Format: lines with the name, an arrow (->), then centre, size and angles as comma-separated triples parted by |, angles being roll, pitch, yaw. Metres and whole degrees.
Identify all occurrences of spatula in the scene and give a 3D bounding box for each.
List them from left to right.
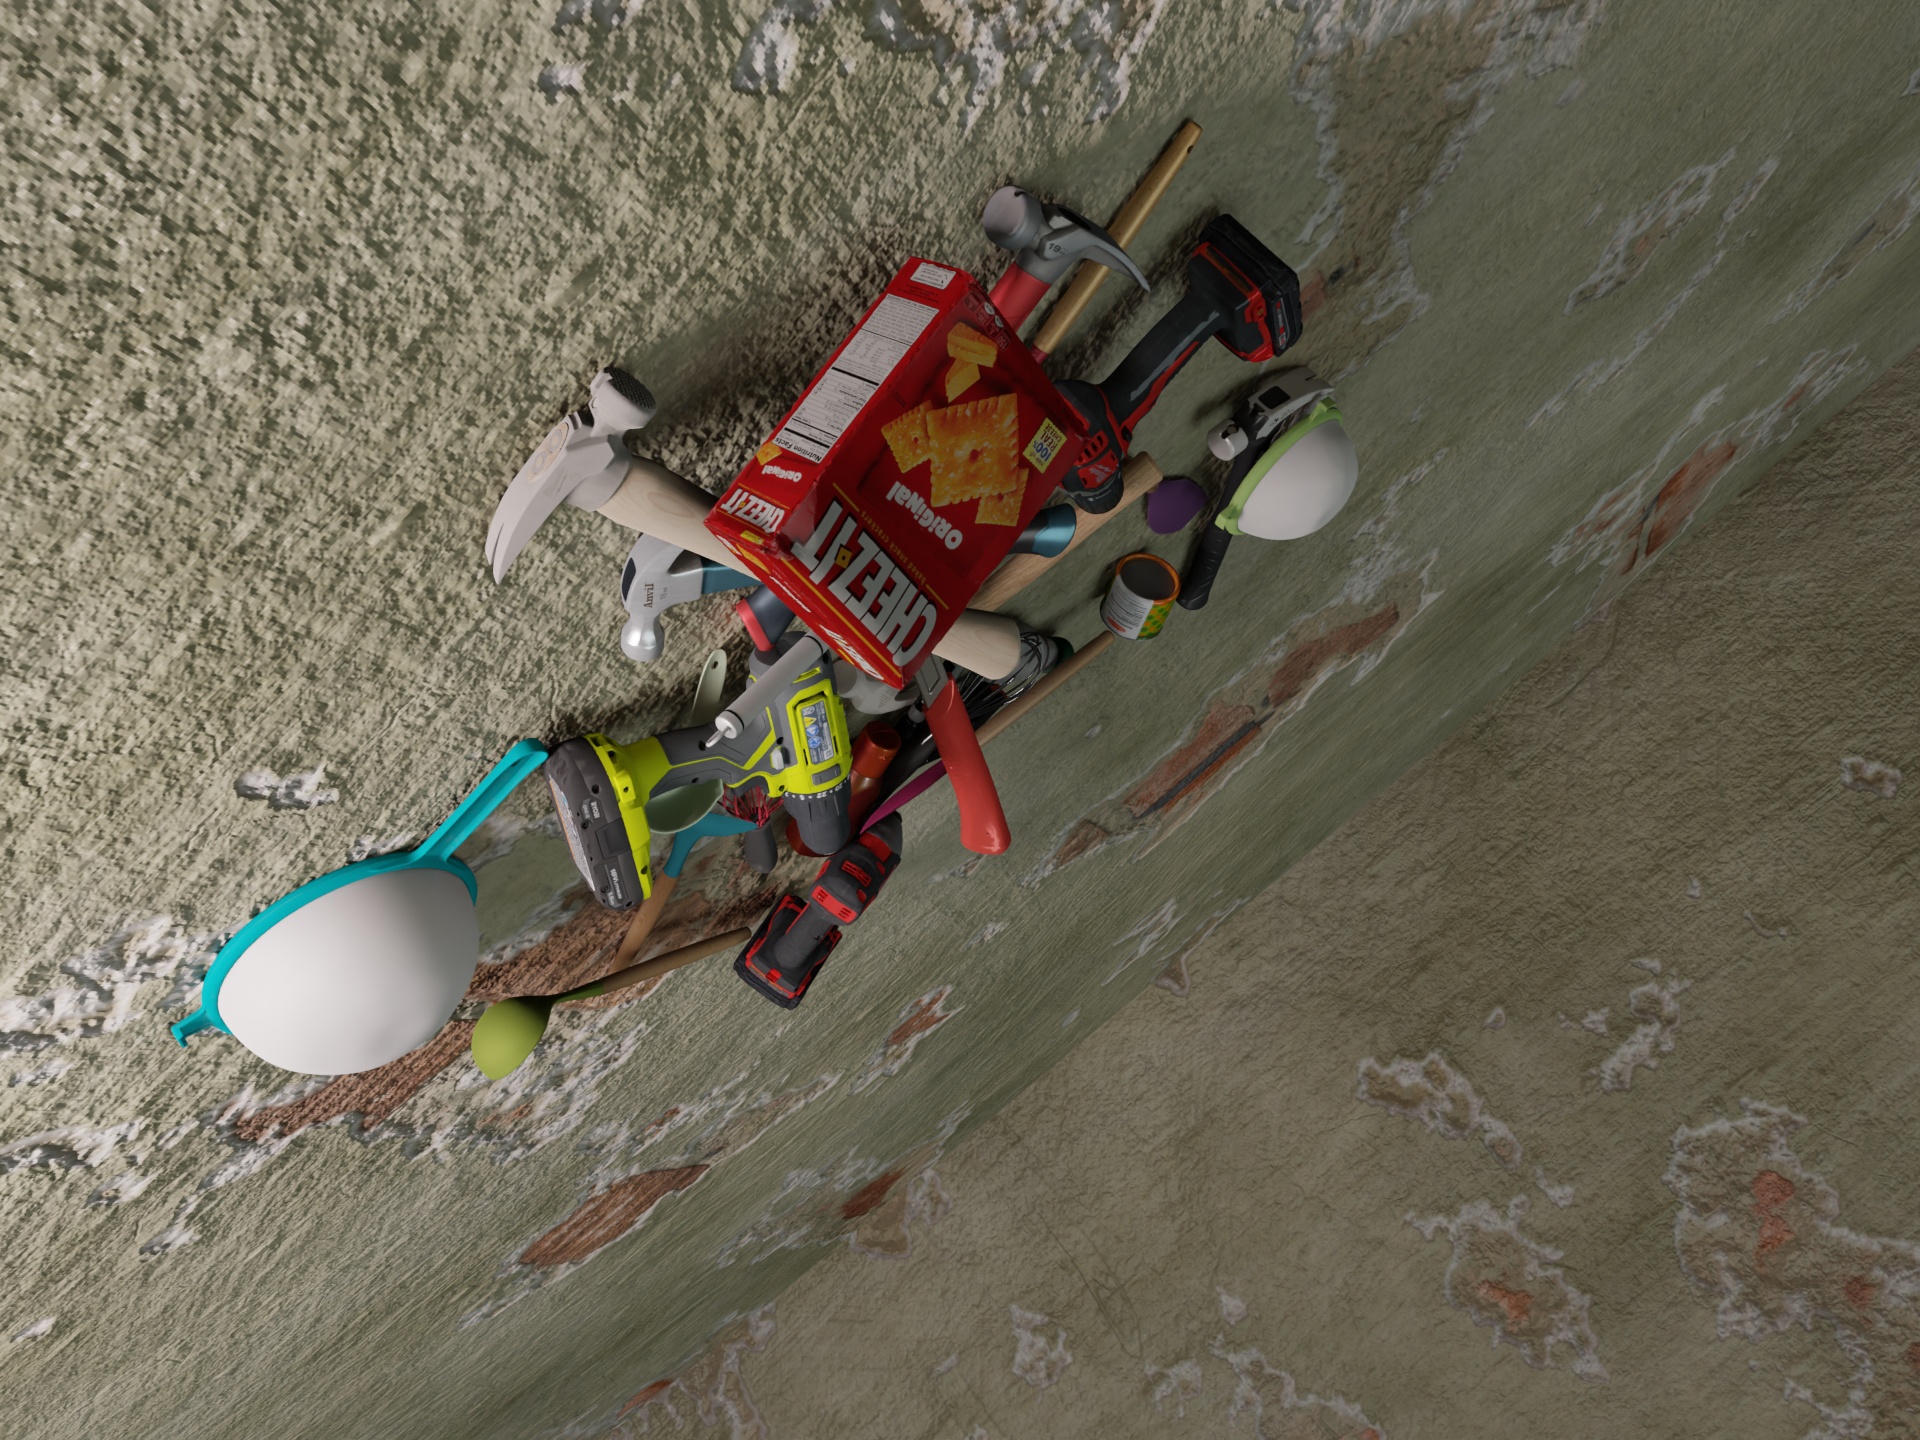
spatula -> -0.270, 0.159, 1.433 | 0.082, 0.044, 0.317 | 14, 135, -21
spatula -> 0.160, -0.214, 1.415 | 0.060, 0.018, 0.315 | -47, 157, 12

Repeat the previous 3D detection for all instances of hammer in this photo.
hammer -> -0.110, -0.091, 1.057 | 0.410, 0.038, 0.146 | 22, 119, -45
hammer -> -0.072, -0.116, 1.116 | 0.331, 0.033, 0.128 | -10, 142, -22
hammer -> -0.029, -0.191, 1.118 | 0.143, 0.038, 0.386 | 8, 131, -47
hammer -> -0.002, -0.004, 1.376 | 0.149, 0.037, 0.358 | -26, 137, -5
hammer -> 0.037, -0.116, 1.372 | 0.331, 0.031, 0.130 | -38, 159, 9
hammer -> 0.266, -0.210, 1.551 | 0.146, 0.035, 0.334 | -38, 161, -22

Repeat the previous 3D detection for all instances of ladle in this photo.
ladle -> -0.311, 0.252, 1.476 | 0.078, 0.062, 0.320 | -18, 178, 41
ladle -> 0.073, -0.286, 1.132 | 0.069, 0.031, 0.315 | -8, 141, -55

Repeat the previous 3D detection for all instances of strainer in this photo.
strainer -> -0.397, 0.156, 1.167 | 0.340, 0.095, 0.211 | -44, 157, 17
strainer -> -0.101, -0.060, 1.168 | 0.087, 0.050, 0.258 | -9, -149, 49
strainer -> 0.344, -0.214, 1.543 | 0.151, 0.069, 0.256 | -49, 161, 14

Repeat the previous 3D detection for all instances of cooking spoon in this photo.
cooking spoon -> 0.028, 0.009, 1.502 | 0.319, 0.017, 0.068 | -38, 178, -19

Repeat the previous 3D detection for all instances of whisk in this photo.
whisk -> -0.181, 0.080, 1.407 | 0.073, 0.073, 0.295 | -32, 162, -17
whisk -> -0.010, 0.003, 1.444 | 0.239, 0.055, 0.055 | -42, 158, 21

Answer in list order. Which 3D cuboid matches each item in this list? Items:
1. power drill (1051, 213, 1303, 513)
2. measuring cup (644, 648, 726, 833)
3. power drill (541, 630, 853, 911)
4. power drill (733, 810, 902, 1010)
power drill -> 0.153, -0.256, 1.223 | 0.226, 0.080, 0.187 | -43, 162, 3
measuring cup -> -0.218, 0.010, 1.253 | 0.083, 0.038, 0.167 | 0, 120, -40
power drill -> -0.187, 0.054, 1.220 | 0.228, 0.080, 0.190 | -23, 126, -22
power drill -> -0.131, 0.180, 1.576 | 0.219, 0.078, 0.143 | -51, -176, 41
